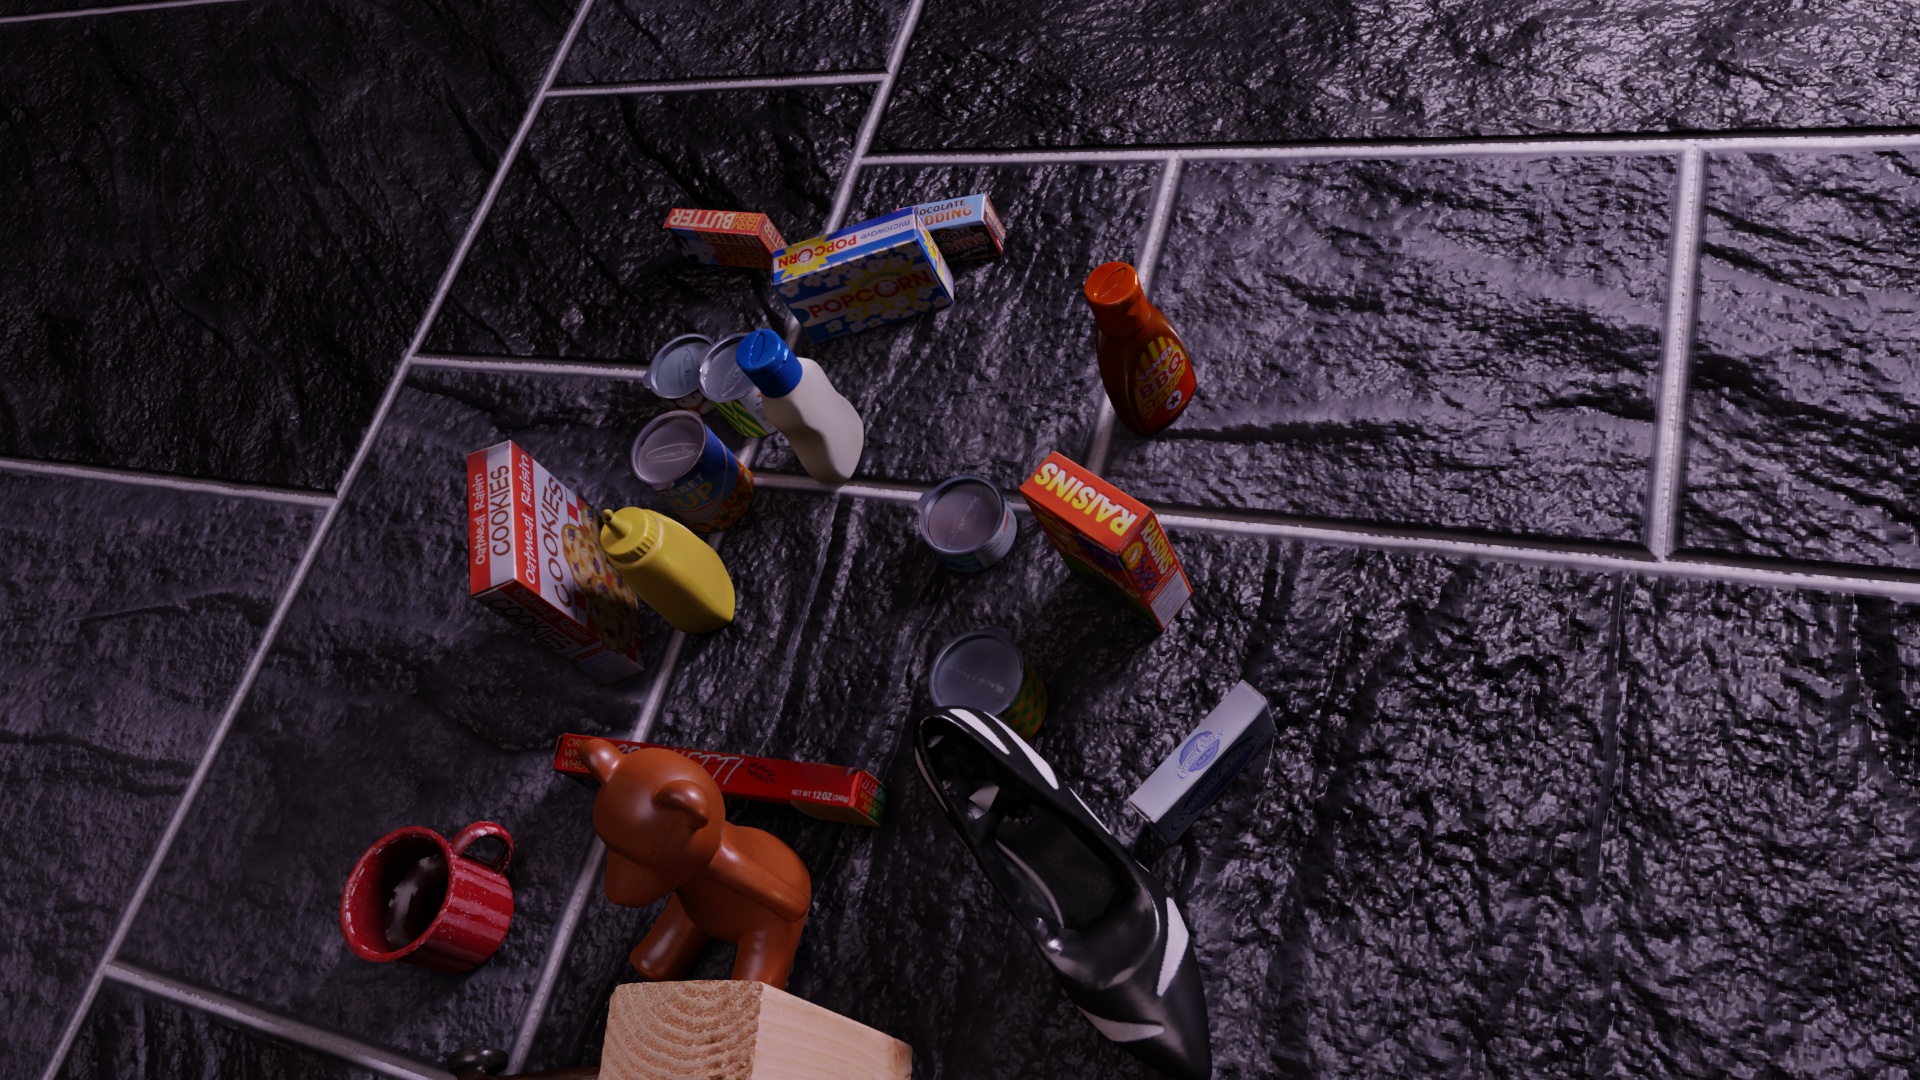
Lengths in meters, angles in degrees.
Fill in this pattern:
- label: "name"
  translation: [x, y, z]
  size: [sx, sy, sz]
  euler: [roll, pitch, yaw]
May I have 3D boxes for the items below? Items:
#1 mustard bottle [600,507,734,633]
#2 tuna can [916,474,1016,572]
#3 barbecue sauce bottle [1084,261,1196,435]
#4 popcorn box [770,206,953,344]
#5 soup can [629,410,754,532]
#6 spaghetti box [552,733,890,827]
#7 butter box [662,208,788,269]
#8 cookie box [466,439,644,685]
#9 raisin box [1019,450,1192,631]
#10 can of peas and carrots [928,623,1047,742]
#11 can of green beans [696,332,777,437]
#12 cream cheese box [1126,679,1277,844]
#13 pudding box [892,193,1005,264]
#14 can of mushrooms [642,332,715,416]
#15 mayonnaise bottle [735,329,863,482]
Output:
- label: "mustard bottle"
  translation: [-0.219, 0.014, 1.010]
  size: [0.049, 0.159, 0.065]
  euler: [-21, 57, 10]
- label: "tuna can"
  translation: [0.004, -0.013, 1.013]
  size: [0.071, 0.032, 0.071]
  euler: [-10, 60, 17]
- label: "barbecue sauce bottle"
  translation: [0.122, -0.135, 0.963]
  size: [0.065, 0.148, 0.044]
  euler: [-46, 56, -6]
- label: "popcorn box"
  translation: [-0.078, -0.213, 1.125]
  size: [0.126, 0.085, 0.038]
  euler: [-15, 59, 14]
- label: "soup can"
  translation: [-0.209, -0.050, 1.088]
  size: [0.071, 0.083, 0.071]
  euler: [-10, 60, 17]
- label: "spaghetti box"
  translation: [-0.172, 0.167, 0.973]
  size: [0.250, 0.050, 0.029]
  euler: [2, 64, 23]
- label: "butter box"
  translation: [-0.206, -0.266, 1.225]
  size: [0.103, 0.053, 0.024]
  euler: [10, 67, 26]
- label: "cookie box"
  translation: [-0.301, 0.020, 1.036]
  size: [0.040, 0.167, 0.123]
  euler: [-21, 57, 10]
- label: "raisin box"
  translation: [0.097, 0.002, 0.913]
  size: [0.086, 0.123, 0.040]
  euler: [35, 80, 33]
- label: "can of peas and carrots"
  translation: [0.020, 0.098, 0.929]
  size: [0.071, 0.058, 0.071]
  euler: [-10, 60, 17]
- label: "can of green beans"
  translation: [-0.172, -0.126, 1.131]
  size: [0.071, 0.057, 0.071]
  euler: [-10, 60, 17]
- label: "cream cheese box"
  translation: [0.151, 0.138, 0.857]
  size: [0.104, 0.053, 0.024]
  euler: [-45, 56, -6]
- label: "pudding box"
  translation: [-0.010, -0.254, 1.142]
  size: [0.083, 0.049, 0.030]
  euler: [-5, 61, 20]
- label: "can of mushrooms"
  translation: [-0.230, -0.139, 1.176]
  size: [0.071, 0.033, 0.071]
  euler: [-10, 60, 17]
- label: "mayonnaise bottle"
  translation: [-0.119, -0.103, 1.043]
  size: [0.041, 0.147, 0.065]
  euler: [-1, 63, 22]
